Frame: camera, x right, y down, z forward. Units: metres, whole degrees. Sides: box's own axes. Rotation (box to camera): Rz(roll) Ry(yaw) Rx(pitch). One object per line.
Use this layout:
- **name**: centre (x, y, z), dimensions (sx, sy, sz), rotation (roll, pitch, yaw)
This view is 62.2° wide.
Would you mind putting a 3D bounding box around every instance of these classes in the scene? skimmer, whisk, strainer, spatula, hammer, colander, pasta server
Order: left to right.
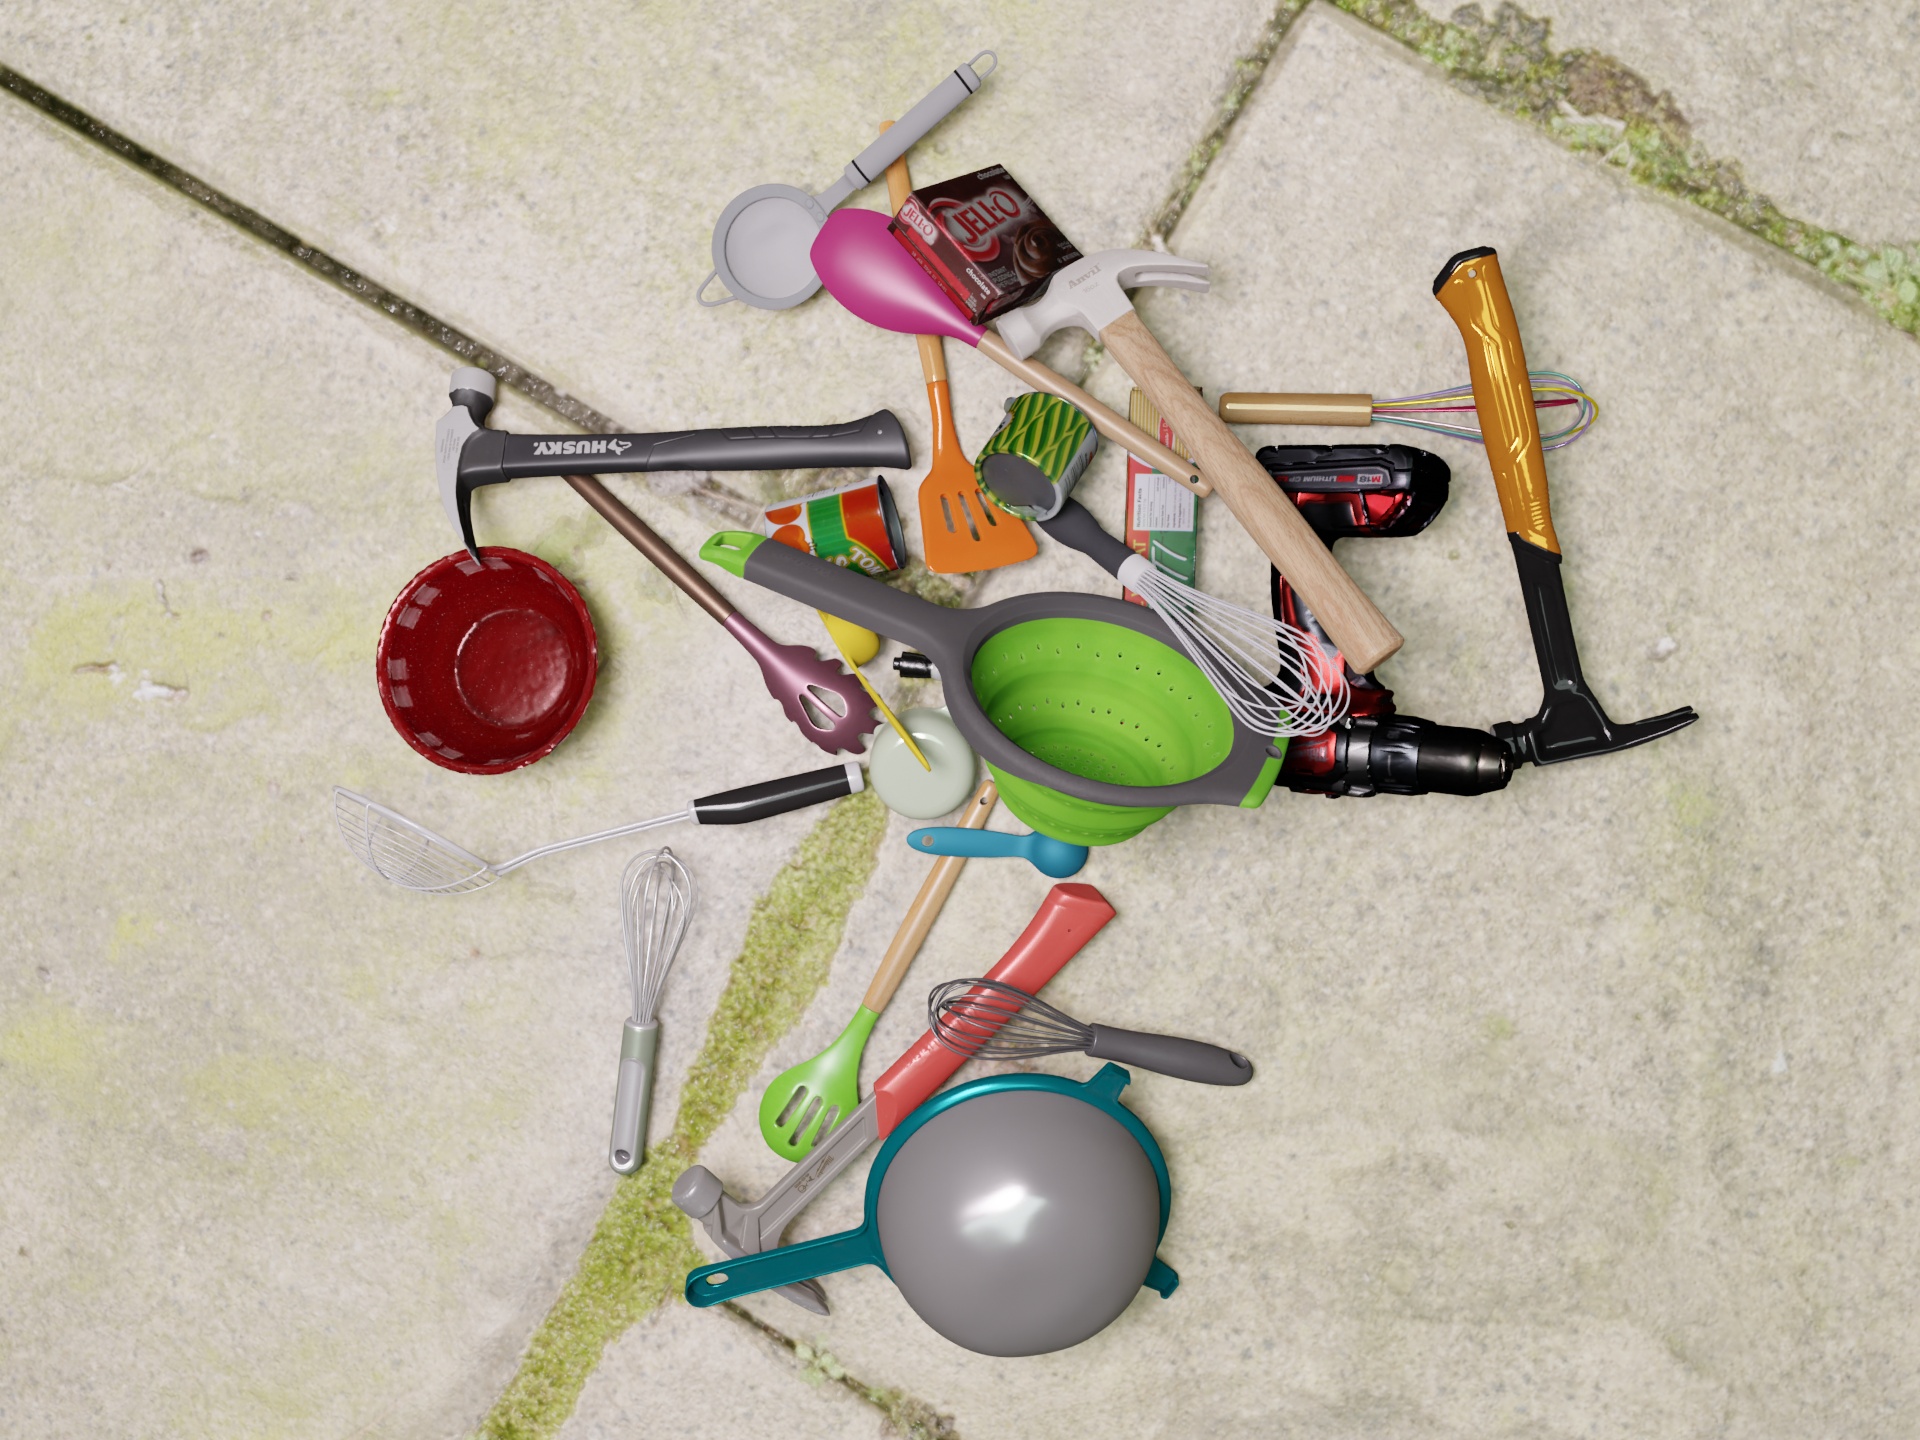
- **skimmer**: centre (-0.253, 0.051, 1.122), dimensions (0.363, 0.127, 0.090), rotation (-13, 75, -3)
- **whisk**: centre (-0.228, 0.209, 1.140), dimensions (0.058, 0.059, 0.246), rotation (9, 98, 7)
- **hammer**: centre (-0.201, -0.184, 1.111), dimensions (0.335, 0.035, 0.146), rotation (-1, 67, 3)
- **pasta server**: centre (-0.181, -0.090, 1.135), dimensions (0.316, 0.040, 0.060), rotation (42, 96, 8)
- **strainer**: centre (-0.076, -0.367, 1.089), dimensions (0.258, 0.050, 0.087), rotation (-37, 89, 13)
- **hammer**: centre (-0.024, 0.253, 1.108), dimensions (0.359, 0.037, 0.149), rotation (-44, 111, 2)
- **strainer**: centre (-0.021, 0.362, 1.054), dimensions (0.340, 0.095, 0.210), rotation (-14, 111, 1)
- **spatula**: centre (-0.018, -0.259, 1.098), dimensions (0.081, 0.041, 0.322), rotation (-11, 89, -16)
- **colander**: centre (0.008, -0.018, 1.032), dimensions (0.397, 0.205, 0.094), rotation (22, 130, 10)
- **whisk**: centre (0.090, 0.217, 1.073), dimensions (0.239, 0.055, 0.055), rotation (14, 94, -13)
- **whisk**: centre (0.137, -0.079, 1.028), dimensions (0.070, 0.070, 0.285), rotation (-51, 55, 6)
- **hammer**: centre (0.166, -0.168, 1.001), dimensions (0.130, 0.031, 0.331), rotation (-35, 73, -1)
- **whisk**: centre (0.296, -0.210, 1.060), dimensions (0.245, 0.047, 0.051), rotation (3, 94, 10)
- **hammer**: centre (0.372, -0.137, 1.020), dimensions (0.127, 0.034, 0.337), rotation (-13, 100, 19)

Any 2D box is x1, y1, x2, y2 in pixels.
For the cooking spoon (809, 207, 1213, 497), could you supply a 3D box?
- **cooking spoon**: centre (0.036, -0.243, 1.069), dimensions (0.319, 0.017, 0.068), rotation (34, 99, 3)

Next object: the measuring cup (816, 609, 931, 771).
- **measuring cup**: centre (-0.052, -0.030, 1.083), dimensions (0.029, 0.062, 0.157), rotation (-33, 64, -6)

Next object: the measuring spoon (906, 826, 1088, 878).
- **measuring spoon**: centre (0.027, 0.088, 1.101), dimensions (0.128, 0.021, 0.042), rotation (4, 96, -6)

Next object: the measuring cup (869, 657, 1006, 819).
- **measuring cup**: centre (-0.002, -0.003, 1.091), dimensions (0.083, 0.038, 0.167), rotation (33, 106, -5)

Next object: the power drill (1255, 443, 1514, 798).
- **power drill**: centre (0.265, -0.060, 1.023), dimensions (0.188, 0.080, 0.226), rotation (6, 95, 34)

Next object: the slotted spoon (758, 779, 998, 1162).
- **slotted spoon**: centre (-0.053, 0.180, 1.127), dimensions (0.070, 0.031, 0.314), rotation (29, 94, -1)
